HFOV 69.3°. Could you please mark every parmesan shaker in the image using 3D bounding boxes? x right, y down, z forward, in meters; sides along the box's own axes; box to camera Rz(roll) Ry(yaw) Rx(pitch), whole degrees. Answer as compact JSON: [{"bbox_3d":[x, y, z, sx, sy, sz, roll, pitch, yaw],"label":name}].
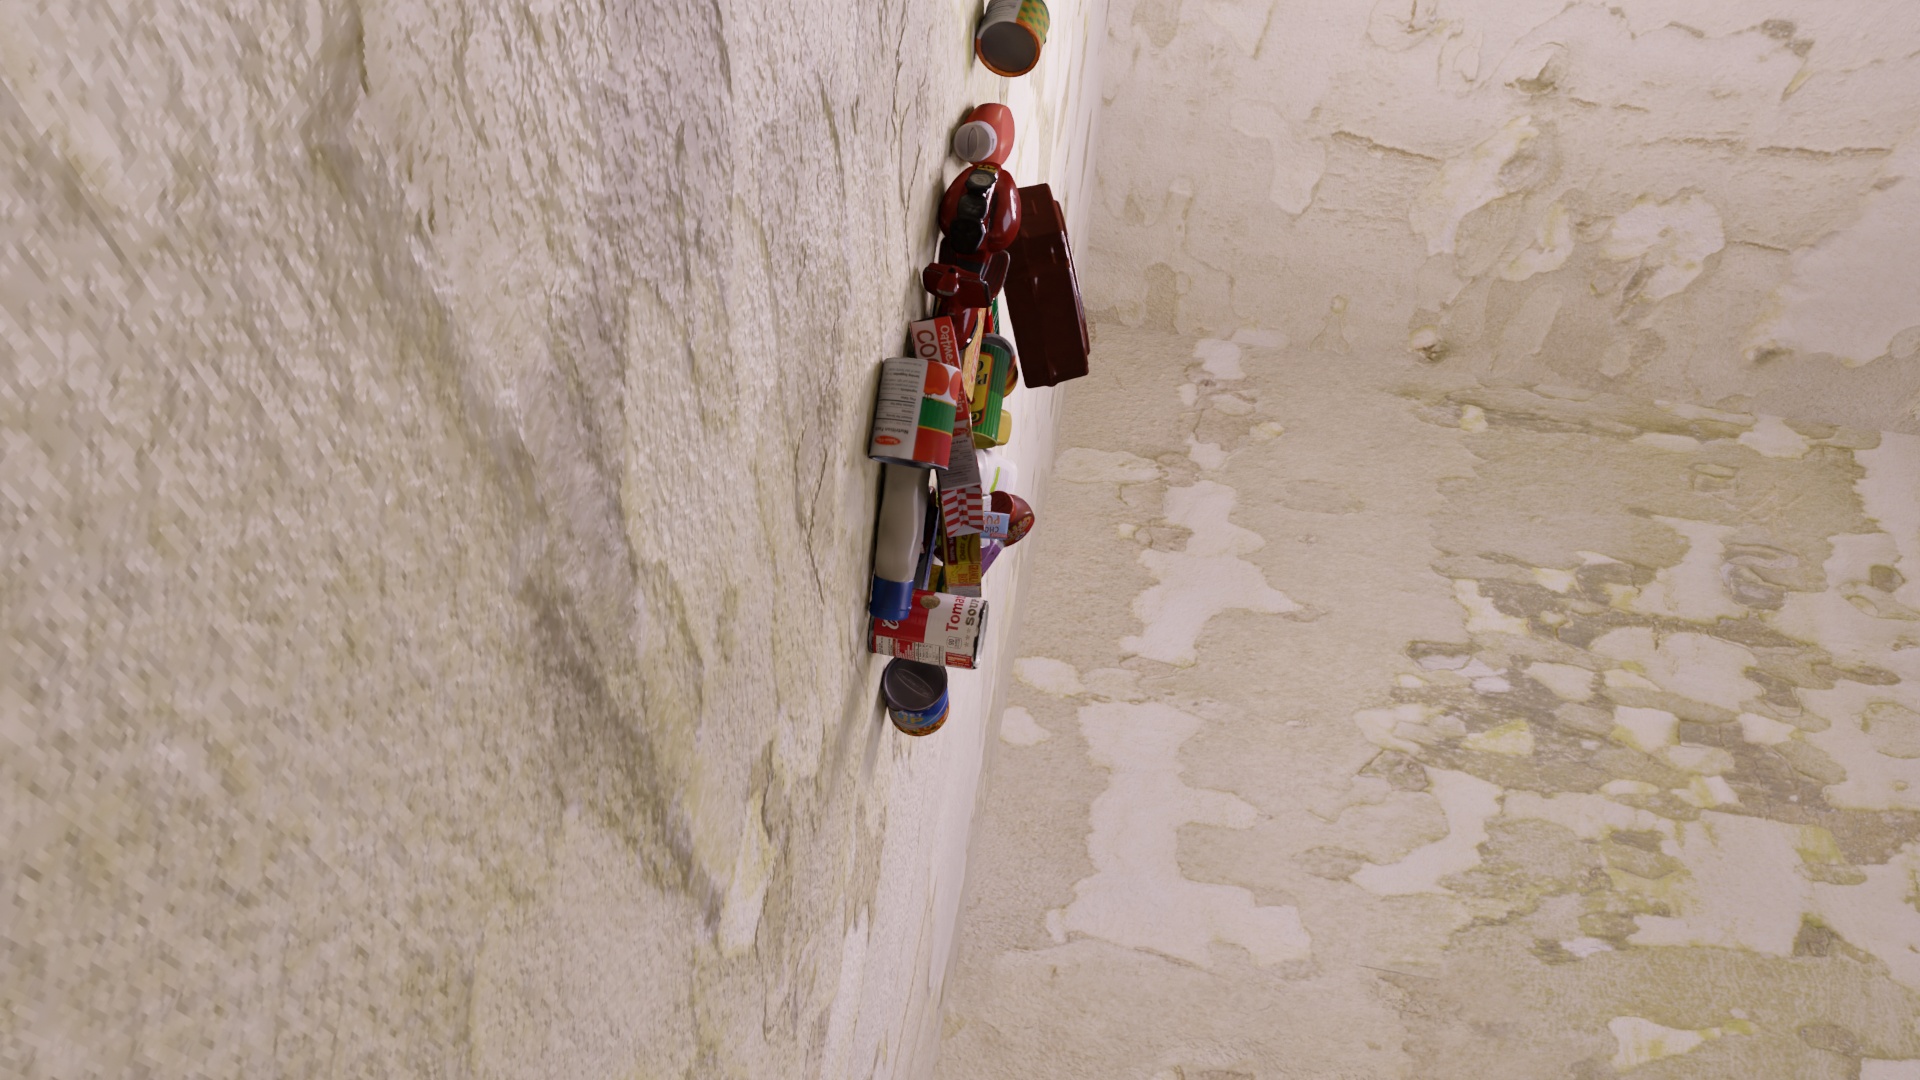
[{"bbox_3d":[0.012,-0.158,1.512,0.071,0.071,0.103,70,28,-77],"label":"parmesan shaker"}]

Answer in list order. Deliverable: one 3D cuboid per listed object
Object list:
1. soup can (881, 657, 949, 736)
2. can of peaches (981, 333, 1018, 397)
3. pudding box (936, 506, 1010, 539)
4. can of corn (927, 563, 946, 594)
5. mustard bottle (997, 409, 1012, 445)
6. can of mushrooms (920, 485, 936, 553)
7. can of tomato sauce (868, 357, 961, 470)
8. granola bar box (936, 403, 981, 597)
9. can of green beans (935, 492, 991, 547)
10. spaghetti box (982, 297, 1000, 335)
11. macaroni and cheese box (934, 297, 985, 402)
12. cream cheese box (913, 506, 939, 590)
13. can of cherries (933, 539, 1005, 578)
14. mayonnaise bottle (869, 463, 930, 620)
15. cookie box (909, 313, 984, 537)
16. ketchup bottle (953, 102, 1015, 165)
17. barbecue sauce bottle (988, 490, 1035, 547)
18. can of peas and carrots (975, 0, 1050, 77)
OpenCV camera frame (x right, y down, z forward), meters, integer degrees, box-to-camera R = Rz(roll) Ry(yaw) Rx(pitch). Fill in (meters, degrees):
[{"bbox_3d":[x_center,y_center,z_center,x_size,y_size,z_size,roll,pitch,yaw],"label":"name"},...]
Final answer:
[{"bbox_3d":[-0.047,0.160,1.431,0.083,0.071,0.071,87,13,-63],"label":"soup can"},{"bbox_3d":[0.033,-0.201,1.631,0.058,0.071,0.071,74,26,-76],"label":"can of peaches"},{"bbox_3d":[0.005,-0.019,1.501,0.049,0.084,0.030,12,-83,62],"label":"pudding box"},{"bbox_3d":[-0.023,0.061,1.525,0.071,0.058,0.071,6,93,-84],"label":"can of corn"},{"bbox_3d":[0.020,-0.137,1.618,0.160,0.065,0.048,-5,102,-79],"label":"mustard bottle"},{"bbox_3d":[-0.045,-0.022,1.328,0.071,0.033,0.071,5,93,-83],"label":"can of mushrooms"},{"bbox_3d":[-0.036,-0.103,1.143,0.071,0.071,0.083,23,75,-83],"label":"can of tomato sauce"},{"bbox_3d":[-0.003,-0.036,1.390,0.124,0.039,0.166,88,-2,-72],"label":"granola bar box"},{"bbox_3d":[0.001,-0.024,1.565,0.071,0.071,0.057,-45,137,-79],"label":"can of green beans"},{"bbox_3d":[0.029,-0.255,1.678,0.249,0.029,0.050,81,19,-69],"label":"spaghetti box"},{"bbox_3d":[0.002,-0.234,1.420,0.123,0.040,0.166,39,60,-84],"label":"macaroni and cheese box"},{"bbox_3d":[-0.042,0.011,1.436,0.053,0.024,0.104,42,57,-82],"label":"cream cheese box"},{"bbox_3d":[0.008,0.009,1.634,0.058,0.071,0.071,-54,170,-6],"label":"can of cherries"},{"bbox_3d":[-0.055,-0.003,1.238,0.065,0.041,0.147,-66,164,-77],"label":"mayonnaise bottle"},{"bbox_3d":[-0.010,-0.103,1.267,0.122,0.040,0.168,82,-2,-70],"label":"cookie box"},{"bbox_3d":[0.024,-0.398,1.372,0.149,0.043,0.064,-64,160,-69],"label":"ketchup bottle"},{"bbox_3d":[0.053,-0.029,1.663,0.065,0.044,0.148,-40,168,0],"label":"barbecue sauce bottle"},{"bbox_3d":[0.053,-0.501,1.375,0.070,0.071,0.059,91,11,-51],"label":"can of peas and carrots"}]
